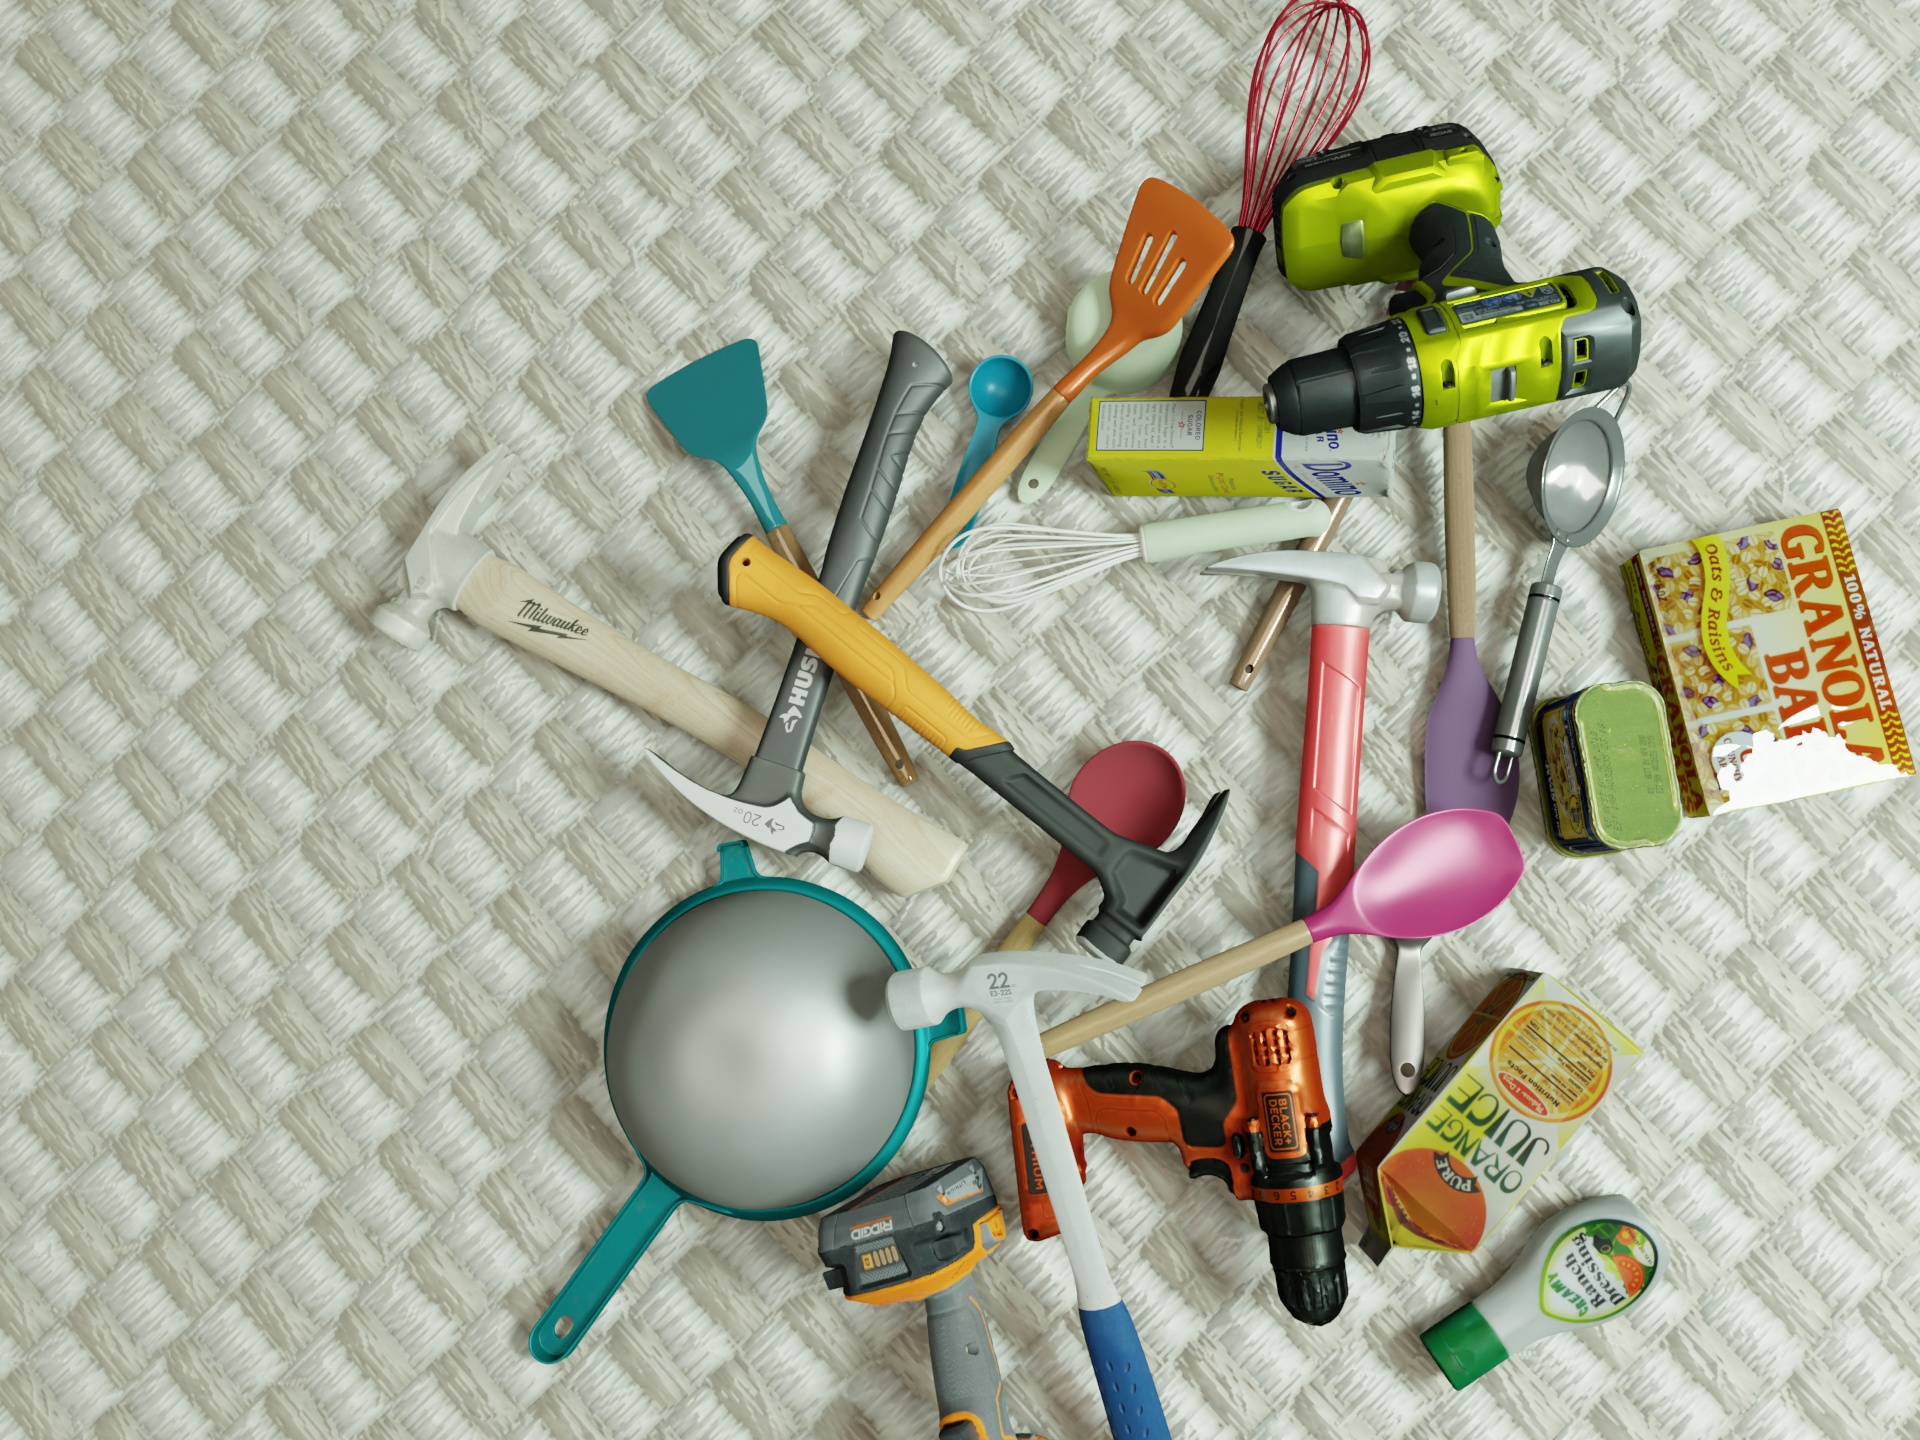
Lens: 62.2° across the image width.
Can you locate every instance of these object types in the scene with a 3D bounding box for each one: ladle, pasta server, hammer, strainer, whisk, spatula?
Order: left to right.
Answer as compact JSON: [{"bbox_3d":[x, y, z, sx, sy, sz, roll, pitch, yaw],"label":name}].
[{"bbox_3d":[-0.166,0.250,0.950,0.211,0.095,0.340,36,89,12],"label":"strainer"},{"bbox_3d":[-0.173,-0.021,1.019,0.410,0.038,0.146,31,85,7],"label":"hammer"},{"bbox_3d":[-0.104,-0.100,1.029,0.082,0.044,0.317,-27,87,1],"label":"spatula"},{"bbox_3d":[-0.080,-0.085,0.987,0.146,0.035,0.335,18,82,2],"label":"hammer"},{"bbox_3d":[-0.002,-0.003,0.947,0.337,0.034,0.127,38,81,0],"label":"hammer"},{"bbox_3d":[0.033,0.145,0.988,0.069,0.031,0.315,36,89,5],"label":"ladle"},{"bbox_3d":[0.042,-0.188,0.990,0.322,0.041,0.081,-48,62,10],"label":"spatula"},{"bbox_3d":[0.081,0.320,0.902,0.144,0.035,0.405,-13,99,22],"label":"hammer"},{"bbox_3d":[0.107,-0.108,0.995,0.246,0.058,0.059,-8,119,8],"label":"whisk"},{"bbox_3d":[0.191,-0.328,1.014,0.073,0.073,0.296,21,91,6],"label":"whisk"},{"bbox_3d":[0.205,0.091,0.963,0.143,0.038,0.386,5,87,0],"label":"hammer"},{"bbox_3d":[0.249,-0.160,1.007,0.060,0.040,0.316,28,90,7],"label":"pasta server"},{"bbox_3d":[0.312,-0.077,0.983,0.060,0.018,0.316,-2,90,-2],"label":"spatula"},{"bbox_3d":[0.358,-0.086,0.974,0.086,0.050,0.258,21,82,-38],"label":"strainer"}]

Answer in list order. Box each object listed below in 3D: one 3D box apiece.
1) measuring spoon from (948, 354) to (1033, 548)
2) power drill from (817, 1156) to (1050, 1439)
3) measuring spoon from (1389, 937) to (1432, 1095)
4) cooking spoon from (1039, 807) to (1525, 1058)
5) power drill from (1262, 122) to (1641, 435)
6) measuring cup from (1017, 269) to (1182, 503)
[{"bbox_3d":[0.014,-0.173,1.034,0.042,0.021,0.128,18,94,7],"label":"measuring spoon"},{"bbox_3d":[-0.005,0.377,0.896,0.084,0.164,0.226,-21,80,16],"label":"power drill"},{"bbox_3d":[0.271,0.162,0.957,0.034,0.018,0.124,4,69,8],"label":"measuring spoon"},{"bbox_3d":[0.180,0.133,0.933,0.319,0.017,0.069,-23,82,0],"label":"cooking spoon"},{"bbox_3d":[0.252,-0.245,0.908,0.190,0.080,0.229,-12,43,5],"label":"power drill"},{"bbox_3d":[0.082,-0.214,1.017,0.083,0.038,0.167,30,85,7],"label":"measuring cup"}]
